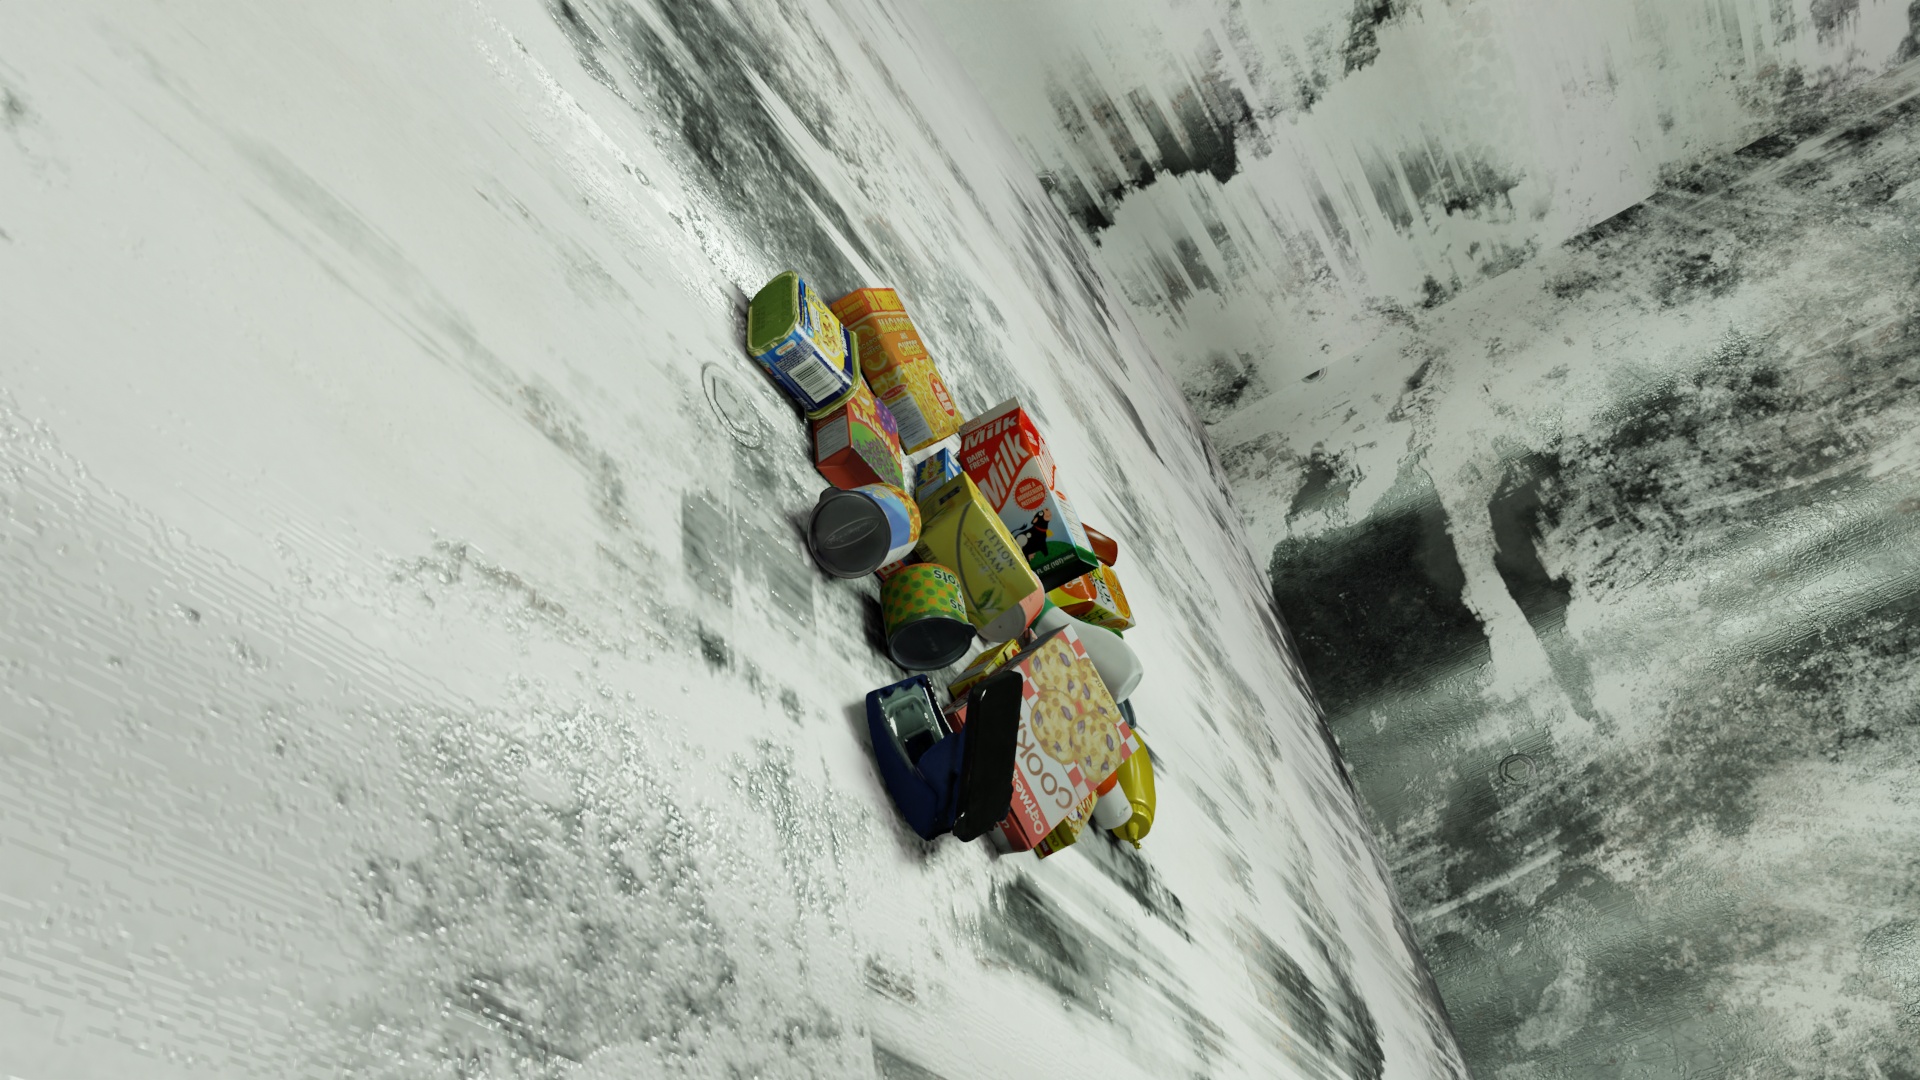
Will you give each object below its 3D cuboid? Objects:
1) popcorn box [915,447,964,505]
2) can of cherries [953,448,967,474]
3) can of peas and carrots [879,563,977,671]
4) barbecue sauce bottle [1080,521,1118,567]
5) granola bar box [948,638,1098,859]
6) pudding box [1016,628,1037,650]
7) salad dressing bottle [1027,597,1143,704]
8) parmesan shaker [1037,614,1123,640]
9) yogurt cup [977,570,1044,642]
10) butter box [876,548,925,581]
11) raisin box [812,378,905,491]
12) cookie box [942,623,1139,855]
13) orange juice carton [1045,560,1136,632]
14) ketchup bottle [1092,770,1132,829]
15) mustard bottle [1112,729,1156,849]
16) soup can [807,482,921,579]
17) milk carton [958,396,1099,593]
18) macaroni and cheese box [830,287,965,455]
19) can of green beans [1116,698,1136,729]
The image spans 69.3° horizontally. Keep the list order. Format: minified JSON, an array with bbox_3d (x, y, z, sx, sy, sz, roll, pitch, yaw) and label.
[{"bbox_3d":[0.005,-0.017,1.360,0.126,0.038,0.085,53,20,-29],"label":"popcorn box"},{"bbox_3d":[0.031,-0.075,1.471,0.058,0.071,0.072,55,18,-20],"label":"can of cherries"},{"bbox_3d":[-0.026,0.059,1.091,0.070,0.071,0.059,46,22,-44],"label":"can of peas and carrots"},{"bbox_3d":[0.122,0.000,1.546,0.148,0.065,0.044,25,70,-61],"label":"barbecue sauce bottle"},{"bbox_3d":[0.059,0.177,1.211,0.165,0.039,0.124,62,16,-1],"label":"granola bar box"},{"bbox_3d":[0.077,0.133,1.349,0.083,0.030,0.050,56,17,-21],"label":"pudding box"},{"bbox_3d":[0.113,0.101,1.384,0.148,0.064,0.044,39,-8,24],"label":"salad dressing bottle"},{"bbox_3d":[0.128,0.114,1.458,0.103,0.071,0.071,24,41,-64],"label":"parmesan shaker"},{"bbox_3d":[0.041,0.060,1.303,0.072,0.072,0.054,58,25,-13],"label":"yogurt cup"},{"bbox_3d":[-0.045,0.026,1.167,0.103,0.024,0.053,51,19,-33],"label":"butter box"},{"bbox_3d":[-0.088,-0.086,1.191,0.086,0.040,0.124,47,21,-38],"label":"raisin box"},{"bbox_3d":[0.063,0.158,1.130,0.168,0.040,0.123,-32,93,-46],"label":"cookie box"},{"bbox_3d":[0.119,0.059,1.517,0.192,0.073,0.072,29,38,-61],"label":"orange juice carton"},{"bbox_3d":[0.117,0.203,1.315,0.065,0.043,0.148,-37,109,-34],"label":"ketchup bottle"},{"bbox_3d":[0.168,0.254,1.395,0.065,0.049,0.161,58,17,-24],"label":"mustard bottle"},{"bbox_3d":[-0.074,-0.012,1.069,0.071,0.071,0.084,62,16,1],"label":"soup can"},{"bbox_3d":[0.061,-0.047,1.377,0.073,0.072,0.191,22,44,-66],"label":"milk carton"},{"bbox_3d":[-0.061,-0.174,1.408,0.166,0.040,0.124,62,17,-2],"label":"macaroni and cheese box"},{"bbox_3d":[0.139,0.173,1.420,0.071,0.057,0.071,54,18,-27],"label":"can of green beans"}]
